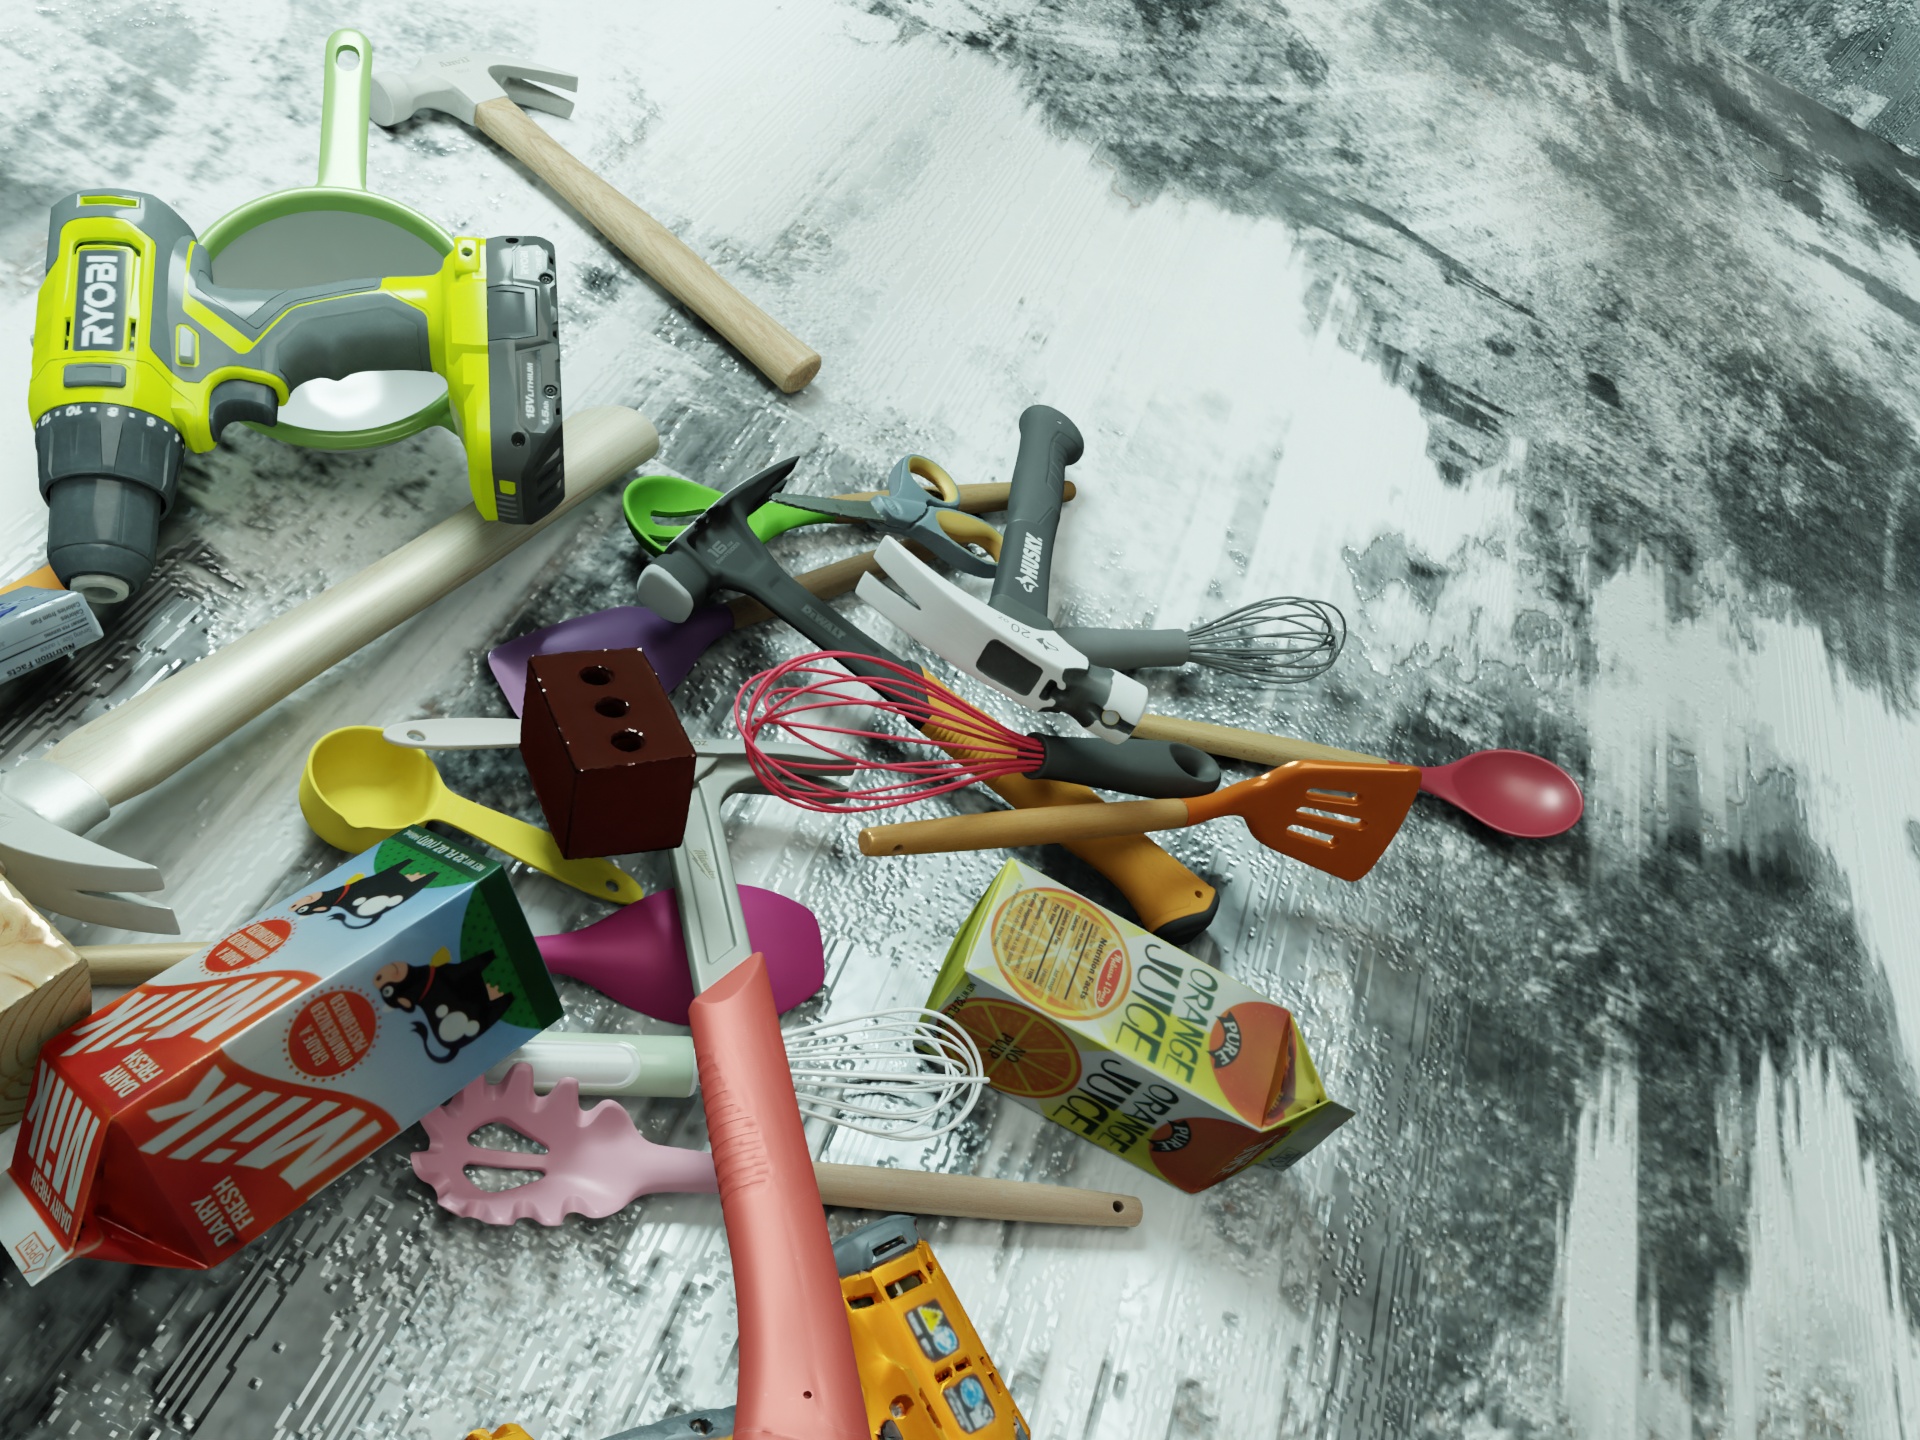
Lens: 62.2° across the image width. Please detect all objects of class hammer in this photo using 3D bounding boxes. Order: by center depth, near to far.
[{"bbox_3d":[-0.077,0.132,0.627,0.149,0.036,0.360,2,38,-22],"label":"hammer"},{"bbox_3d":[-0.263,-0.052,0.731,0.146,0.038,0.411,17,39,21],"label":"hammer"},{"bbox_3d":[-0.001,-0.003,0.829,0.337,0.034,0.127,38,47,0],"label":"hammer"},{"bbox_3d":[0.034,-0.109,0.884,0.146,0.035,0.335,27,29,-9],"label":"hammer"},{"bbox_3d":[-0.217,-0.321,1.010,0.331,0.031,0.130,41,47,9],"label":"hammer"}]

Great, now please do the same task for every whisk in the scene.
[{"bbox_3d":[-0.105,0.146,0.667,0.246,0.059,0.058,6,78,-18],"label":"whisk"},{"bbox_3d":[0.020,0.016,0.765,0.295,0.073,0.073,7,49,-38],"label":"whisk"},{"bbox_3d":[0.130,-0.046,0.946,0.239,0.055,0.055,-4,55,-25],"label":"whisk"}]

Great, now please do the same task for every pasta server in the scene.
[{"bbox_3d":[-0.063,0.189,0.656,0.316,0.040,0.060,11,61,-20],"label":"pasta server"}]

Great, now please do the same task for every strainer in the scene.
[{"bbox_3d":[-0.324,-0.242,0.837,0.151,0.069,0.257,0,69,-16],"label":"strainer"}]

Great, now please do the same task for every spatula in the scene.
[{"bbox_3d":[0.095,0.053,0.785,0.322,0.081,0.041,-3,38,-34],"label":"spatula"},{"bbox_3d":[-0.104,-0.061,0.858,0.316,0.018,0.060,-25,79,-39],"label":"spatula"}]

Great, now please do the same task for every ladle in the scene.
[{"bbox_3d":[0.231,0.026,0.949,0.315,0.031,0.069,10,46,-17],"label":"ladle"}]

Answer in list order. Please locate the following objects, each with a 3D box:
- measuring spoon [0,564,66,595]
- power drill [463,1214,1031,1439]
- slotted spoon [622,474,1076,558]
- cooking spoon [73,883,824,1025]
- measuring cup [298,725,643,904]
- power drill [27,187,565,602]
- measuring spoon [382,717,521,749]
[{"bbox_3d":[-0.417,-0.054,0.698,0.021,0.011,0.117,40,46,9],"label":"measuring spoon"},{"bbox_3d":[-0.068,0.285,0.545,0.226,0.084,0.164,-13,60,-39],"label":"power drill"},{"bbox_3d":[-0.054,-0.123,0.930,0.313,0.031,0.070,-11,59,-35],"label":"slotted spoon"},{"bbox_3d":[-0.208,0.099,0.668,0.318,0.017,0.069,2,62,-24],"label":"cooking spoon"},{"bbox_3d":[-0.216,0.054,0.706,0.156,0.029,0.062,28,36,-20],"label":"measuring cup"},{"bbox_3d":[-0.300,-0.147,0.729,0.228,0.080,0.191,-2,70,-14],"label":"power drill"},{"bbox_3d":[-0.205,0.011,0.734,0.124,0.018,0.034,0,36,-39],"label":"measuring spoon"}]
